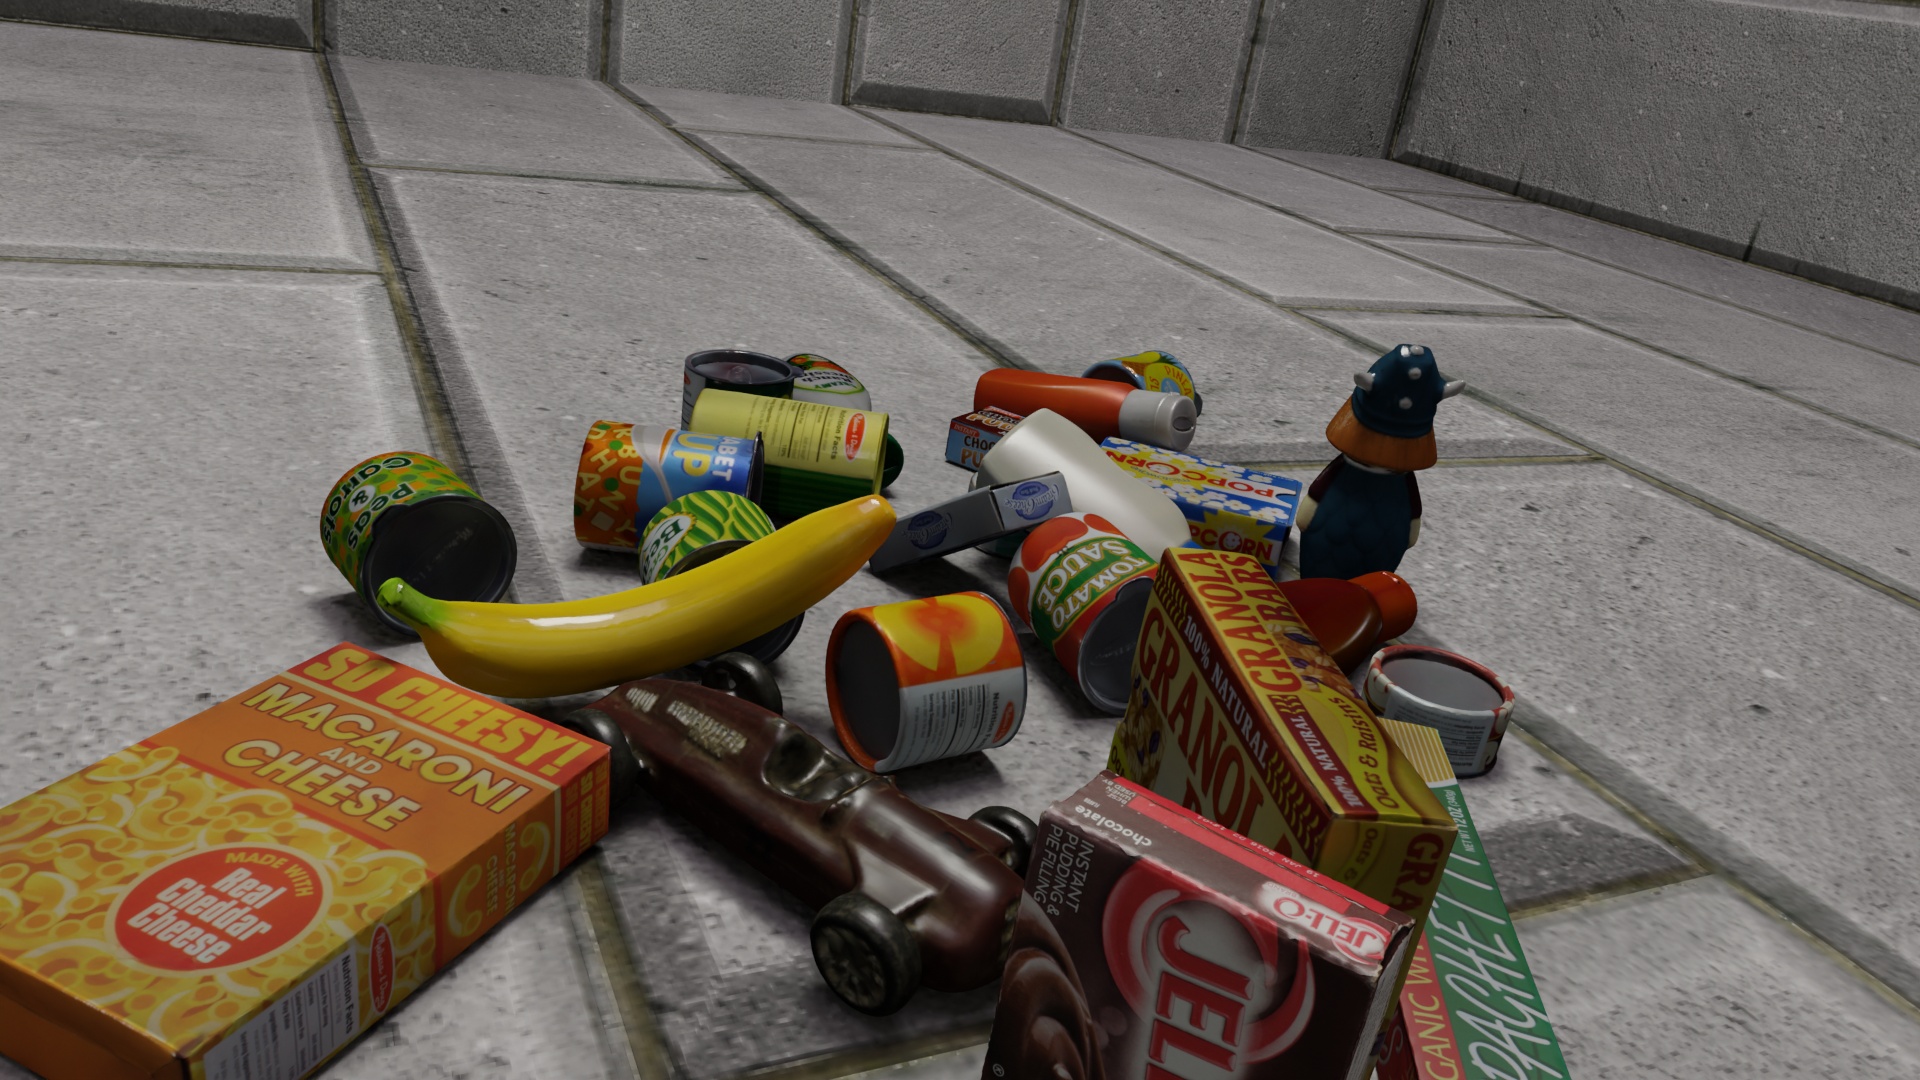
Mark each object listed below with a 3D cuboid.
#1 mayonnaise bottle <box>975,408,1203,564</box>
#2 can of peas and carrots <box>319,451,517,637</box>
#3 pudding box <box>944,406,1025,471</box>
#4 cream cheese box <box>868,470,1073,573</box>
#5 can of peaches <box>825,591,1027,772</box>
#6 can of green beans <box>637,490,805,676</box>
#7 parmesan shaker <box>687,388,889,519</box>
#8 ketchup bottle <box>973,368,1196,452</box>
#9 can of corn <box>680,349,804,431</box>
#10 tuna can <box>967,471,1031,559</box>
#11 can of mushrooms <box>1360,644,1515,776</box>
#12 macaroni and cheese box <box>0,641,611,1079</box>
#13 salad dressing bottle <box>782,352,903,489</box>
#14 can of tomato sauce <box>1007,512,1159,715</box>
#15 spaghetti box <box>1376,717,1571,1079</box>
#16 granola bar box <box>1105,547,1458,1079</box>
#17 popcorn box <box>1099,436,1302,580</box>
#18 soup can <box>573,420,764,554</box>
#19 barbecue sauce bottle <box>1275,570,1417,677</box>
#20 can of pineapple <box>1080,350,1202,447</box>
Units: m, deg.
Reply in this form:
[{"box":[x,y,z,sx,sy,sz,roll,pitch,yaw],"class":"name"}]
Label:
[{"box":[0.081,-0.007,0.730,0.148,0.041,0.065,38,58,17],"class":"mayonnaise bottle"},{"box":[-0.239,-0.001,0.606,0.071,0.070,0.059,-11,29,-39],"class":"can of peas and carrots"},{"box":[0.039,-0.058,0.893,0.084,0.030,0.050,23,25,28],"class":"pudding box"},{"box":[0.003,-0.009,0.706,0.053,0.024,0.103,-15,-3,-43],"class":"cream cheese box"},{"box":[-0.016,0.055,0.564,0.058,0.071,0.071,-7,28,-33],"class":"can of peaches"},{"box":[-0.107,0.018,0.617,0.071,0.071,0.058,0,24,-21],"class":"can of green beans"},{"box":[-0.095,-0.047,0.770,0.103,0.071,0.071,8,23,-1],"class":"parmesan shaker"},{"box":[0.083,-0.087,0.922,0.149,0.043,0.065,12,8,37],"class":"ketchup bottle"},{"box":[-0.133,-0.078,0.840,0.071,0.058,0.071,8,23,-3],"class":"can of corn"},{"box":[0.038,-0.016,0.792,0.071,0.032,0.071,7,23,-3],"class":"tuna can"},{"box":[0.220,0.077,0.645,0.071,0.033,0.071,7,23,-3],"class":"can of mushrooms"},{"box":[-0.209,0.097,0.429,0.124,0.040,0.167,17,25,19],"class":"macaroni and cheese box"},{"box":[-0.078,-0.075,0.872,0.064,0.043,0.148,-1,25,-26],"class":"salad dressing bottle"},{"box":[0.066,0.031,0.648,0.071,0.071,0.083,-1,24,-23],"class":"can of tomato sauce"},{"box":[0.166,0.135,0.495,0.050,0.028,0.251,10,23,4],"class":"spaghetti box"},{"box":[0.088,0.092,0.445,0.039,0.123,0.166,6,23,-11],"class":"granola bar box"},{"box":[0.136,-0.022,0.837,0.127,0.038,0.085,14,22,13],"class":"popcorn box"},{"box":[-0.145,-0.026,0.698,0.084,0.071,0.071,8,23,-3],"class":"soup can"},{"box":[0.174,0.045,0.689,0.149,0.043,0.065,-12,36,-42],"class":"barbecue sauce bottle"},{"box":[0.123,-0.097,0.968,0.071,0.070,0.058,26,29,35],"class":"can of pineapple"}]
